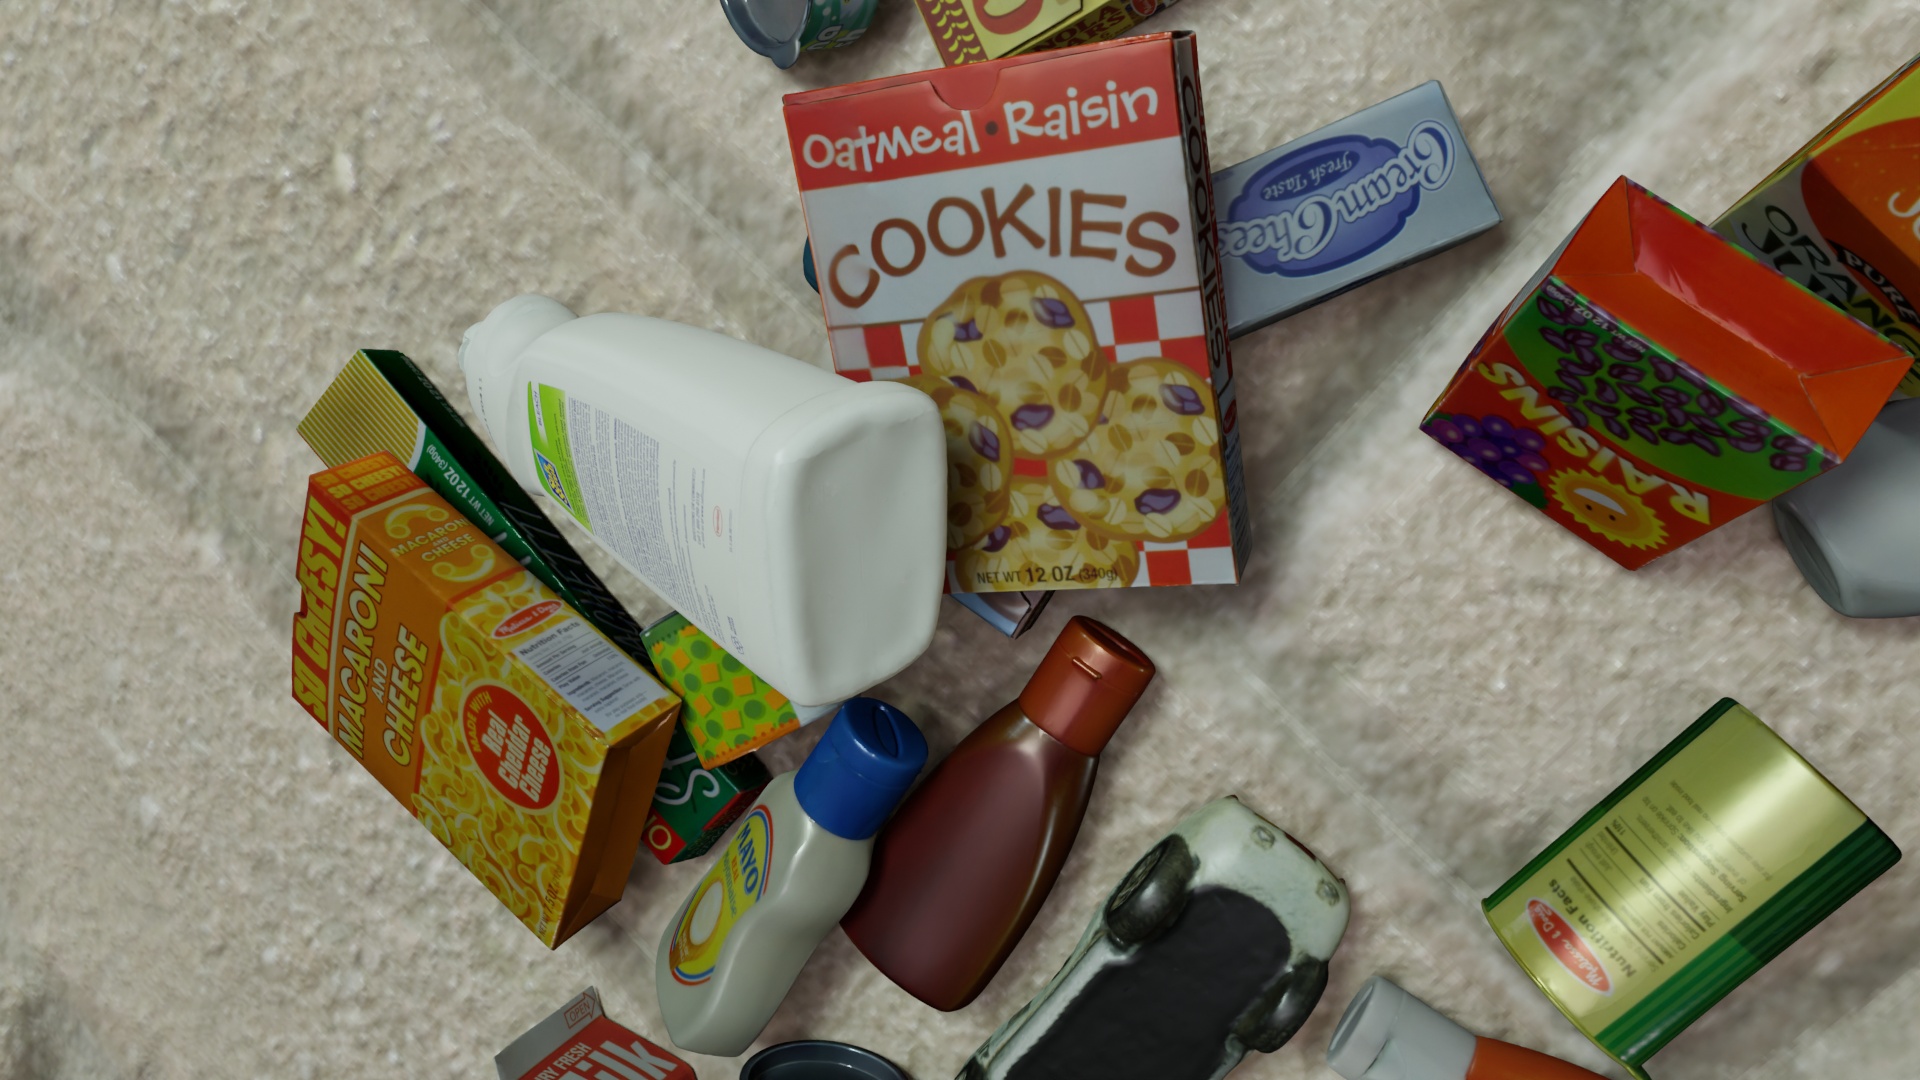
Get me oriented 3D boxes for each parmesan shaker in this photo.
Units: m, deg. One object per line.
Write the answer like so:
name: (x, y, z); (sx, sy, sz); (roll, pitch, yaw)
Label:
parmesan shaker: (0.229, 0.109, 0.436); (0.071, 0.071, 0.103); (46, 104, 9)

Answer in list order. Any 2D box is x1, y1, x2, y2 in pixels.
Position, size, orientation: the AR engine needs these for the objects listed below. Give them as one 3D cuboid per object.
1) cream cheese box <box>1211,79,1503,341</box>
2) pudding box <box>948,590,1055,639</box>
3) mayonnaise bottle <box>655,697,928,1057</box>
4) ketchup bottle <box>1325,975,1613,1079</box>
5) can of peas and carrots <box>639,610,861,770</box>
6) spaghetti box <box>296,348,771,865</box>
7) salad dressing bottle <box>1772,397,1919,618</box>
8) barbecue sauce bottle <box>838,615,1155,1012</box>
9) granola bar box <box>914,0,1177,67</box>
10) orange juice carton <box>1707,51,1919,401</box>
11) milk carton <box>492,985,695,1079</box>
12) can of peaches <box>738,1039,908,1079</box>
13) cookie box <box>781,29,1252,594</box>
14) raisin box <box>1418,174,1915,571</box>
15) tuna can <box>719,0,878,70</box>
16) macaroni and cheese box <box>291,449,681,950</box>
cream cheese box: (0.120, -0.108, 0.465); (0.104, 0.024, 0.053); (-22, 86, 3)
pudding box: (0.002, -0.006, 0.516); (0.084, 0.030, 0.049); (34, 101, 12)
mayonnaise bottle: (-0.064, 0.123, 0.518); (0.041, 0.065, 0.147); (21, 115, -28)
ketchup bottle: (0.197, 0.202, 0.464); (0.149, 0.043, 0.064); (31, 102, 13)
can of peas and carrots: (-0.080, 0.048, 0.526); (0.071, 0.071, 0.059); (-27, 86, 17)
spaghetti box: (-0.178, 0.024, 0.572); (0.050, 0.029, 0.250); (-45, 80, 15)
salad dressing bottle: (0.325, -0.028, 0.411); (0.147, 0.044, 0.064); (-27, 68, 15)
barbecue sauce bottle: (0.017, 0.097, 0.511); (0.065, 0.044, 0.148); (36, 102, 18)
granola bar box: (0.022, -0.258, 0.489); (0.124, 0.039, 0.165); (-25, 86, 17)
orange juice carton: (0.254, -0.086, 0.351); (0.073, 0.193, 0.072); (-42, 81, 14)
milk carton: (-0.138, 0.282, 0.555); (0.073, 0.072, 0.190); (-18, 89, 17)
can of peaches: (-0.055, 0.234, 0.527); (0.071, 0.071, 0.058); (11, 98, 16)
cookie box: (0.021, -0.066, 0.442); (0.123, 0.040, 0.166); (-3, 110, 20)
raisin box: (0.195, -0.042, 0.406); (0.086, 0.123, 0.040); (36, 80, 11)
tuna can: (-0.059, -0.209, 0.504); (0.071, 0.033, 0.070); (29, 129, 42)
macaroni and cheese box: (-0.192, 0.061, 0.542); (0.167, 0.040, 0.123); (36, 127, 17)
